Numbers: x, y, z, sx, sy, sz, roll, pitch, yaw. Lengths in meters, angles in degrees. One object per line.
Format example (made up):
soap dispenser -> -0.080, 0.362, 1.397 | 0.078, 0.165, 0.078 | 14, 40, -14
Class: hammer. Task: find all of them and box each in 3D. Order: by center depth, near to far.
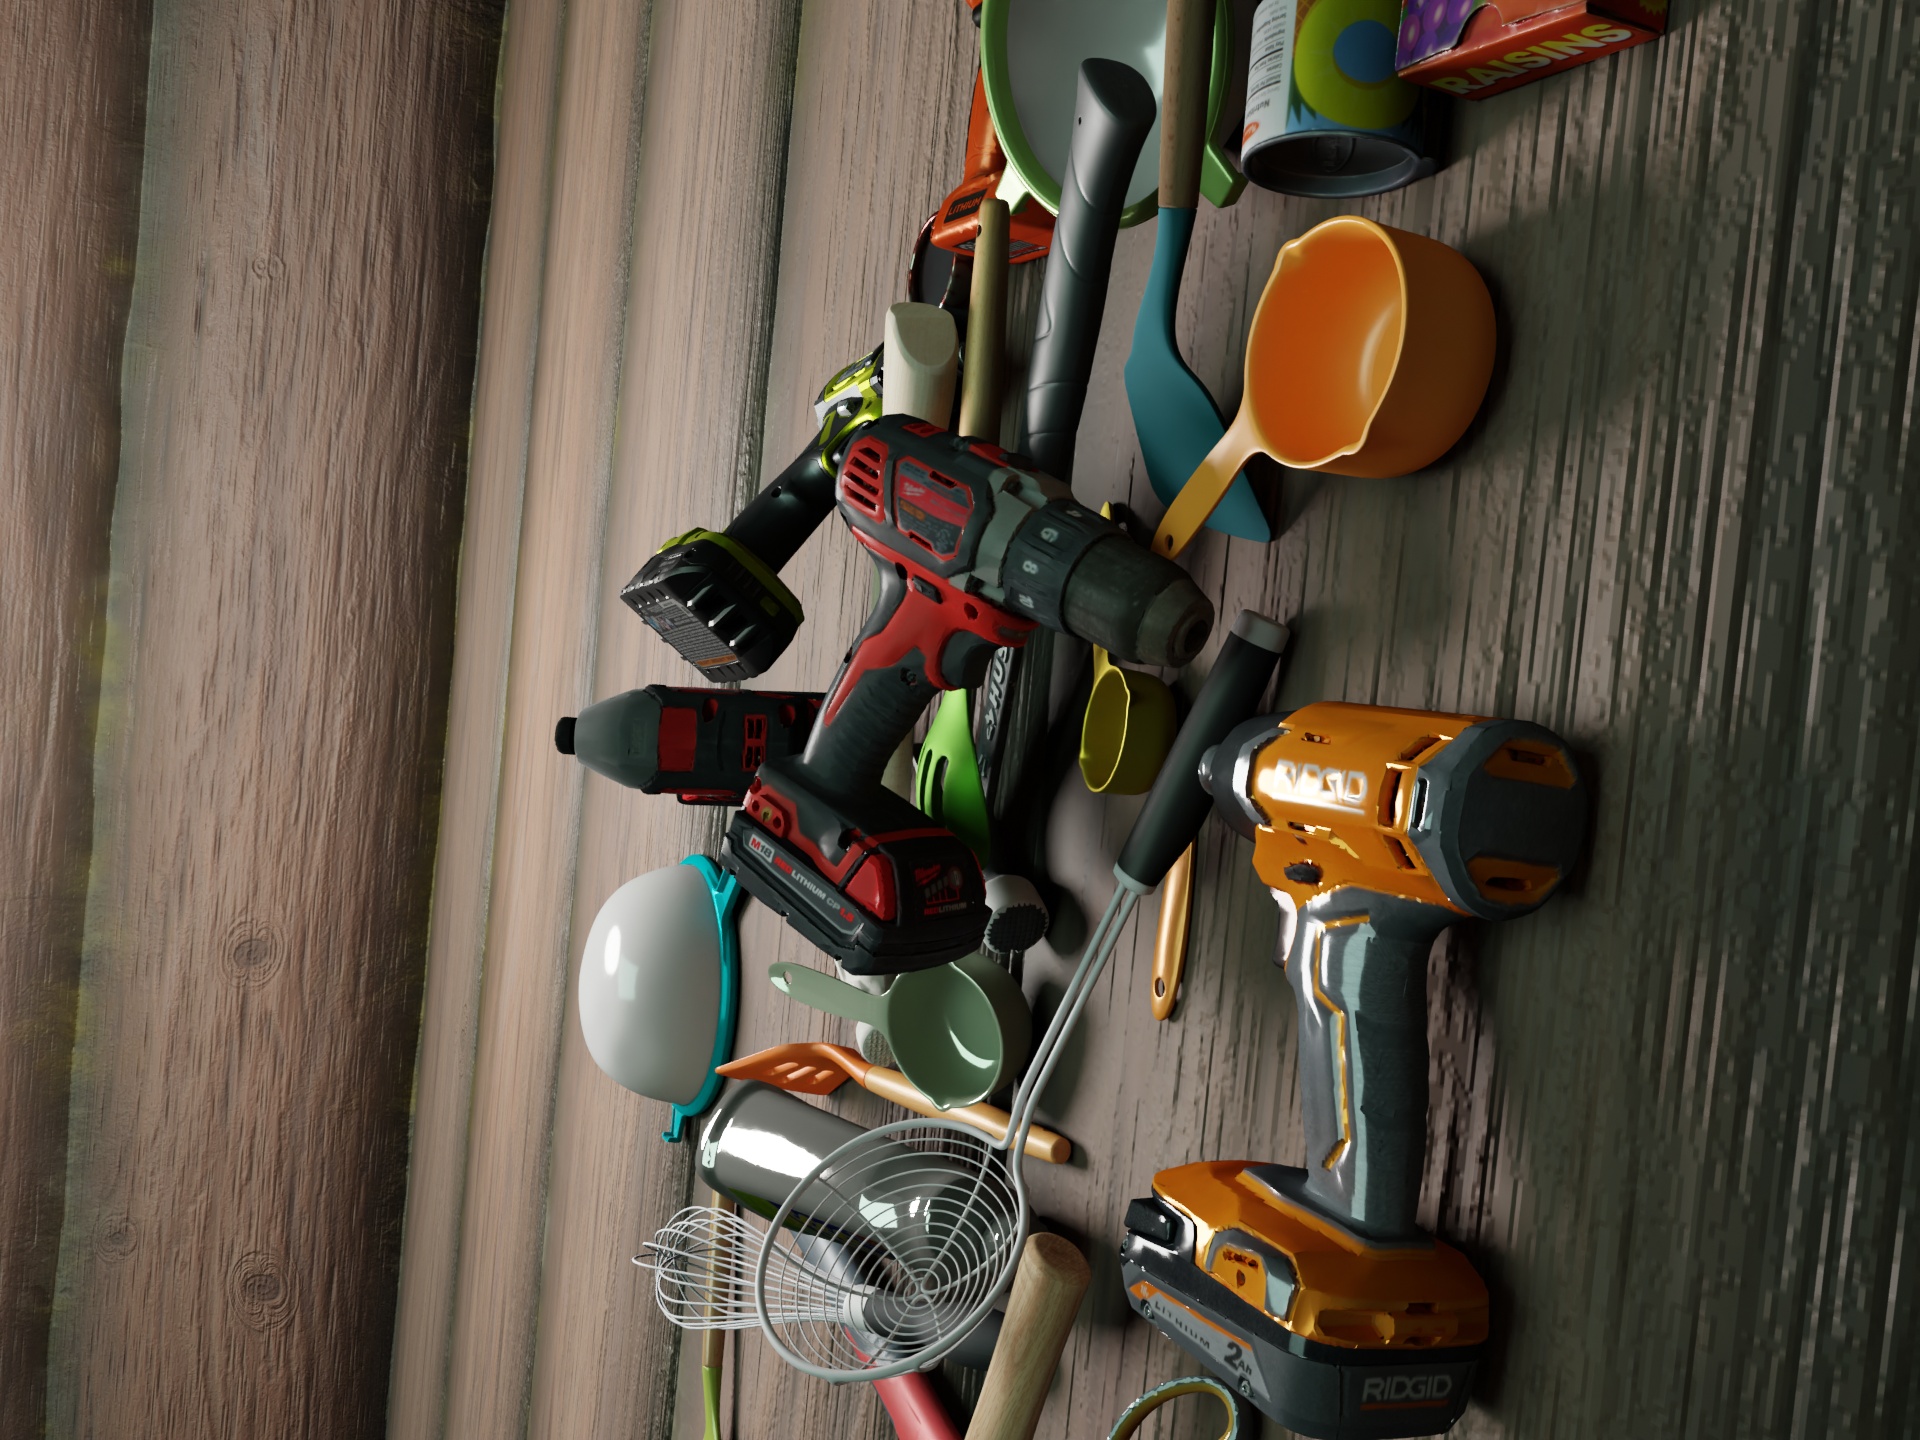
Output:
hammer -> -0.002, 0.380, 0.719 | 0.130, 0.031, 0.331 | 40, 117, 59
hammer -> 0.033, -0.093, 0.750 | 0.149, 0.036, 0.408 | -121, 34, -53
hammer -> -0.039, -0.018, 0.850 | 0.146, 0.038, 0.410 | -119, 30, -56
hammer -> -0.028, 0.383, 0.856 | 0.387, 0.038, 0.143 | 38, 121, 59

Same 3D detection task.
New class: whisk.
whisk -> -0.073, 0.312, 0.860 | 0.285, 0.070, 0.070 | -4, 82, 40

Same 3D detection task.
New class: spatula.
spatula -> 0.095, -0.229, 0.625 | 0.082, 0.044, 0.317 | 34, 127, 56
spatula -> -0.038, 0.215, 0.893 | 0.323, 0.081, 0.041 | -1, 72, 59

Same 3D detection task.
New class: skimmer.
skimmer -> 0.025, 0.113, 0.662 | 0.363, 0.090, 0.127 | -65, 32, 14

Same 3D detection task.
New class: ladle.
ladle -> -0.191, 0.443, 1.159 | 0.078, 0.062, 0.320 | -15, 70, 62

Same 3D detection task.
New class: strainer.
strainer -> 0.076, -0.345, 0.678 | 0.152, 0.069, 0.256 | 19, 120, 49
strainer -> -0.233, 0.170, 1.242 | 0.340, 0.095, 0.211 | 117, 146, -41

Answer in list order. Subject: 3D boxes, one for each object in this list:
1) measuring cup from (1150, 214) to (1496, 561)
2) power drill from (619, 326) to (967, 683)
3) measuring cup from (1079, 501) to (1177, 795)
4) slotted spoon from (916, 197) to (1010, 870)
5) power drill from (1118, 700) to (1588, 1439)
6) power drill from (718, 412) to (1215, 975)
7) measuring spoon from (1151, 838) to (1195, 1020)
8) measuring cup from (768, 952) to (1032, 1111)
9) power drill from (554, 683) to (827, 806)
measuring cup -> 0.131, -0.108, 0.598 | 0.173, 0.052, 0.095 | 126, 140, -50
power drill -> -0.080, -0.130, 0.893 | 0.223, 0.080, 0.171 | -52, 18, -17
measuring cup -> 0.078, -0.036, 0.733 | 0.062, 0.029, 0.157 | 120, 157, -55
slotted spoon -> 0.004, -0.080, 0.744 | 0.070, 0.031, 0.313 | -150, 62, -65
power drill -> 0.122, 0.105, 0.553 | 0.164, 0.084, 0.226 | 11, 92, 64
power drill -> -0.001, -0.002, 0.688 | 0.188, 0.080, 0.226 | 32, 111, 34
measuring spoon -> 0.091, 0.074, 0.692 | 0.021, 0.011, 0.117 | 15, 99, 64
measuring cup -> -0.033, 0.148, 0.837 | 0.168, 0.038, 0.083 | 10, 104, 39
power drill -> -0.144, 0.015, 0.951 | 0.219, 0.143, 0.078 | 27, -115, -85
